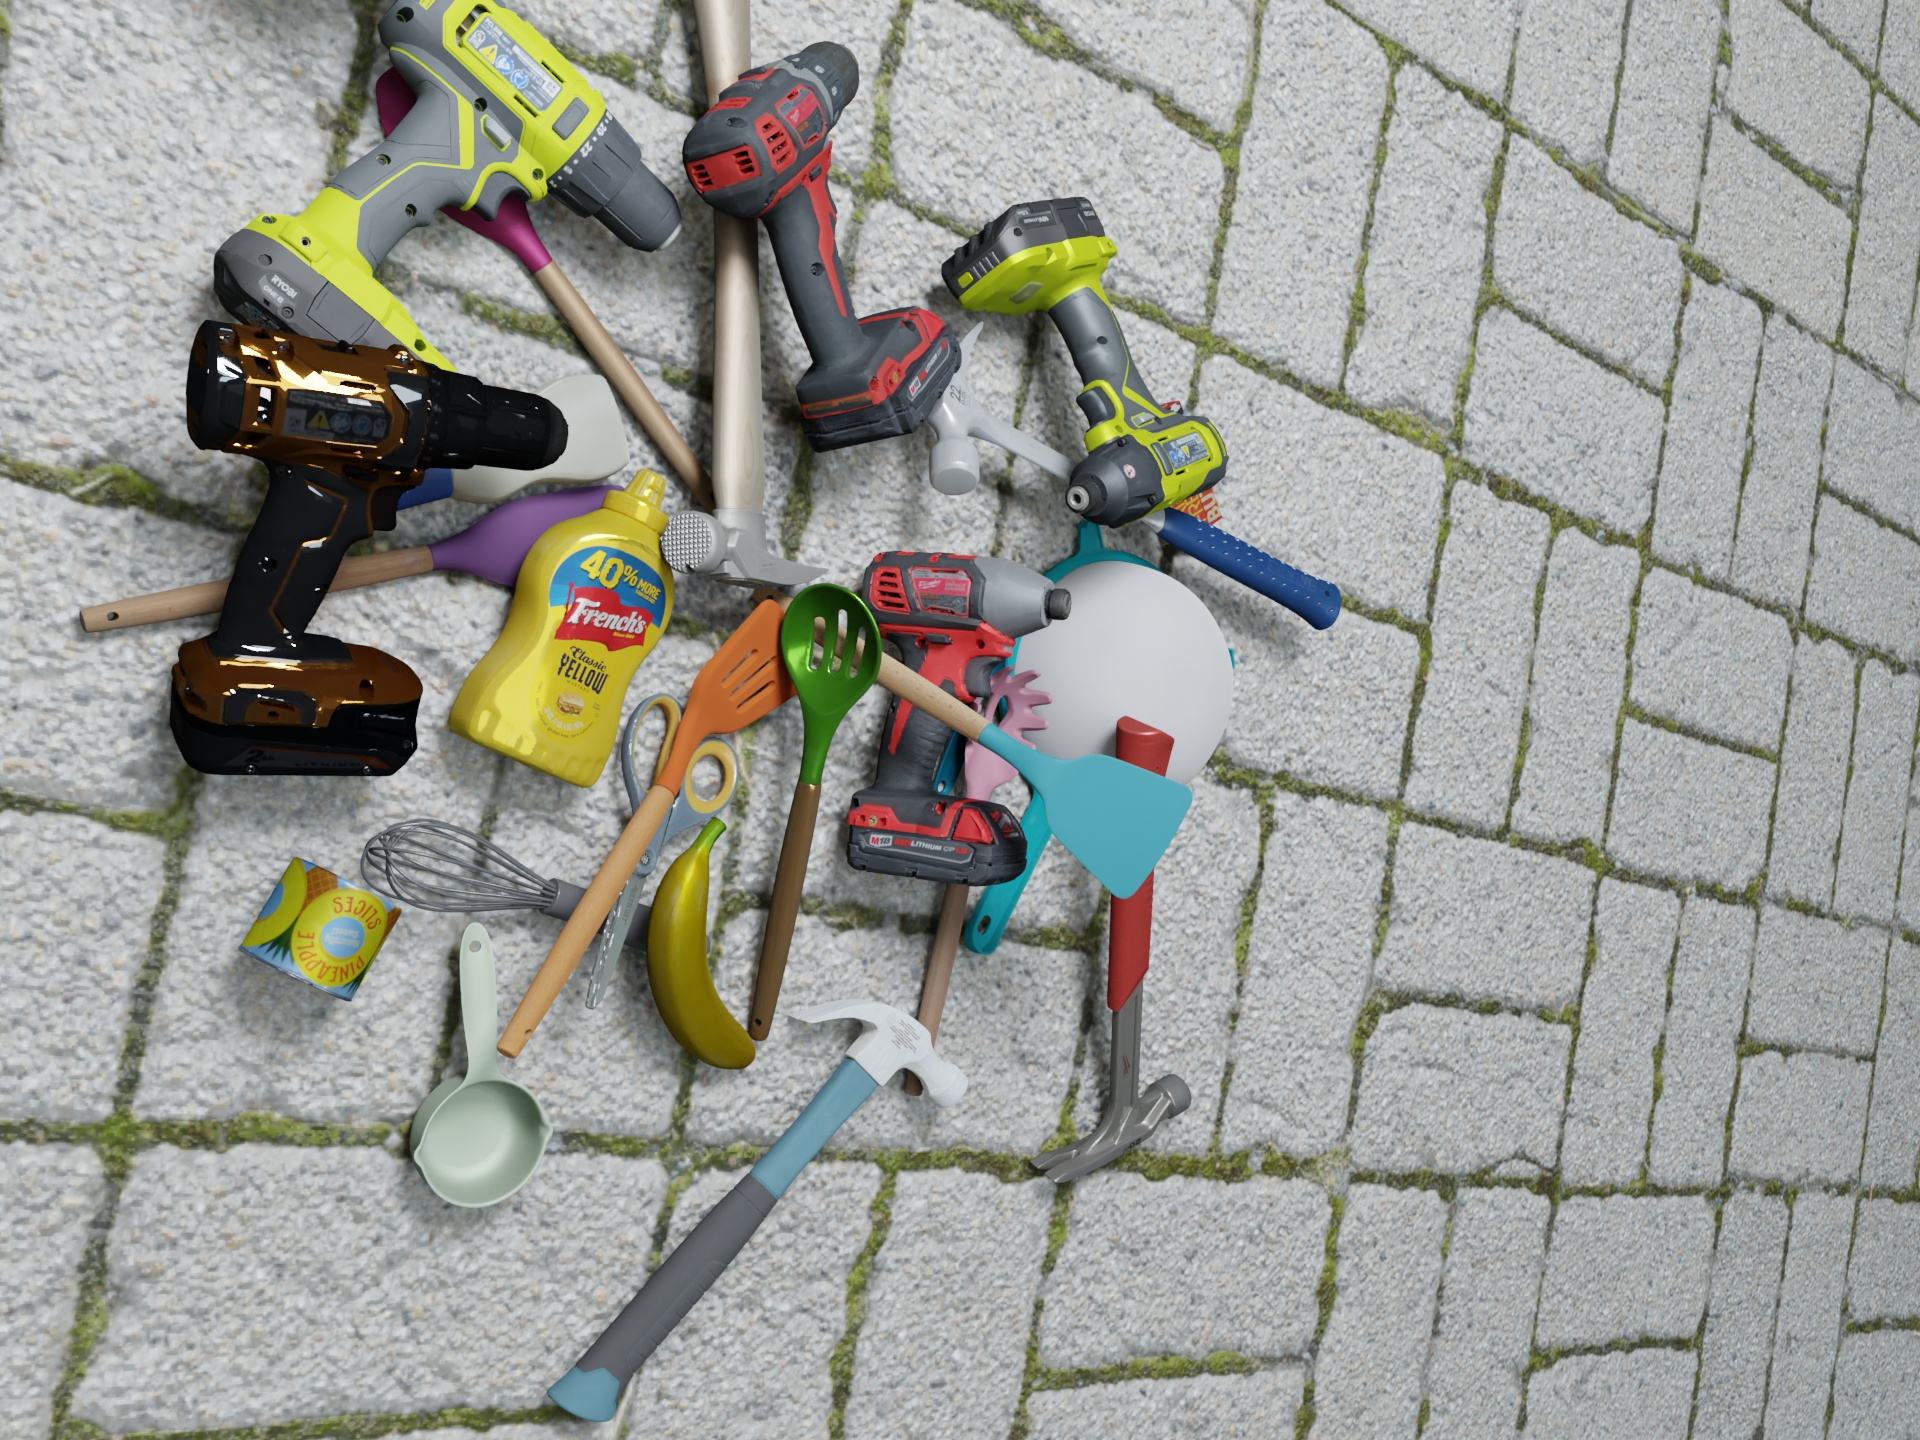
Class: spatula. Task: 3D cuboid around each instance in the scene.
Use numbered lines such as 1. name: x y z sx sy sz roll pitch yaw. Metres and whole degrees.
1. spatula: -0.005 -0.003 1.025 0.082 0.317 0.044 -58 165 3
2. spatula: -0.183 0.063 0.960 0.323 0.041 0.080 -64 148 -33
3. spatula: -0.329 -0.086 0.912 0.316 0.018 0.059 -16 106 -35

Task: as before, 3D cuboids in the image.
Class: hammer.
1. hammer: 0.119 0.169 1.180 0.149 0.037 0.358 -18 118 -35
2. hammer: -0.139 0.320 1.051 0.331 0.033 0.128 -47 108 -22
3. hammer: -0.138 -0.289 1.012 0.146 0.038 0.411 4 83 -65
4. hammer: 0.140 -0.161 1.191 0.405 0.035 0.144 22 52 -33

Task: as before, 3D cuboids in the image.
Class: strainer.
1. strainer: 0.108 0.027 1.185 0.210 0.095 0.340 40 68 -30

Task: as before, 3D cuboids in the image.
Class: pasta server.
1. pasta server: 0.003 0.115 1.138 0.060 0.040 0.316 13 89 -30

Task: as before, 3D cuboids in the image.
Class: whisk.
1. whisk: -0.249 0.110 0.964 0.238 0.055 0.055 26 77 -38

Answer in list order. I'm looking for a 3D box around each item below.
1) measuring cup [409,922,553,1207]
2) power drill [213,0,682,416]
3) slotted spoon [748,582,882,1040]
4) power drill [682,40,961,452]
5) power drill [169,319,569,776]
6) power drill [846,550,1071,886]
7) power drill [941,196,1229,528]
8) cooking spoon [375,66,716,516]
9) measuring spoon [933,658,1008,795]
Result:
1. measuring cup: -0.290 0.201 0.943 0.083 0.038 0.167 -3 92 -36
2. power drill: -0.279 -0.277 0.889 0.190 0.080 0.228 41 74 -30
3. slotted spoon: -0.105 0.063 1.035 0.031 0.070 0.313 -25 129 -70
4. power drill: -0.079 -0.308 1.011 0.226 0.080 0.188 65 32 -31
5. power drill: -0.314 -0.086 0.839 0.185 0.084 0.226 2 114 -36
6. power drill: -0.002 -0.003 1.076 0.078 0.143 0.219 4 91 -69
7. power drill: 0.086 -0.245 1.110 0.171 0.080 0.223 -28 89 -49
8. cooking spoon: -0.238 -0.254 0.969 0.069 0.017 0.318 -46 116 -25
9. measuring spoon: -0.002 -0.001 1.156 0.042 0.021 0.128 21 89 -46
